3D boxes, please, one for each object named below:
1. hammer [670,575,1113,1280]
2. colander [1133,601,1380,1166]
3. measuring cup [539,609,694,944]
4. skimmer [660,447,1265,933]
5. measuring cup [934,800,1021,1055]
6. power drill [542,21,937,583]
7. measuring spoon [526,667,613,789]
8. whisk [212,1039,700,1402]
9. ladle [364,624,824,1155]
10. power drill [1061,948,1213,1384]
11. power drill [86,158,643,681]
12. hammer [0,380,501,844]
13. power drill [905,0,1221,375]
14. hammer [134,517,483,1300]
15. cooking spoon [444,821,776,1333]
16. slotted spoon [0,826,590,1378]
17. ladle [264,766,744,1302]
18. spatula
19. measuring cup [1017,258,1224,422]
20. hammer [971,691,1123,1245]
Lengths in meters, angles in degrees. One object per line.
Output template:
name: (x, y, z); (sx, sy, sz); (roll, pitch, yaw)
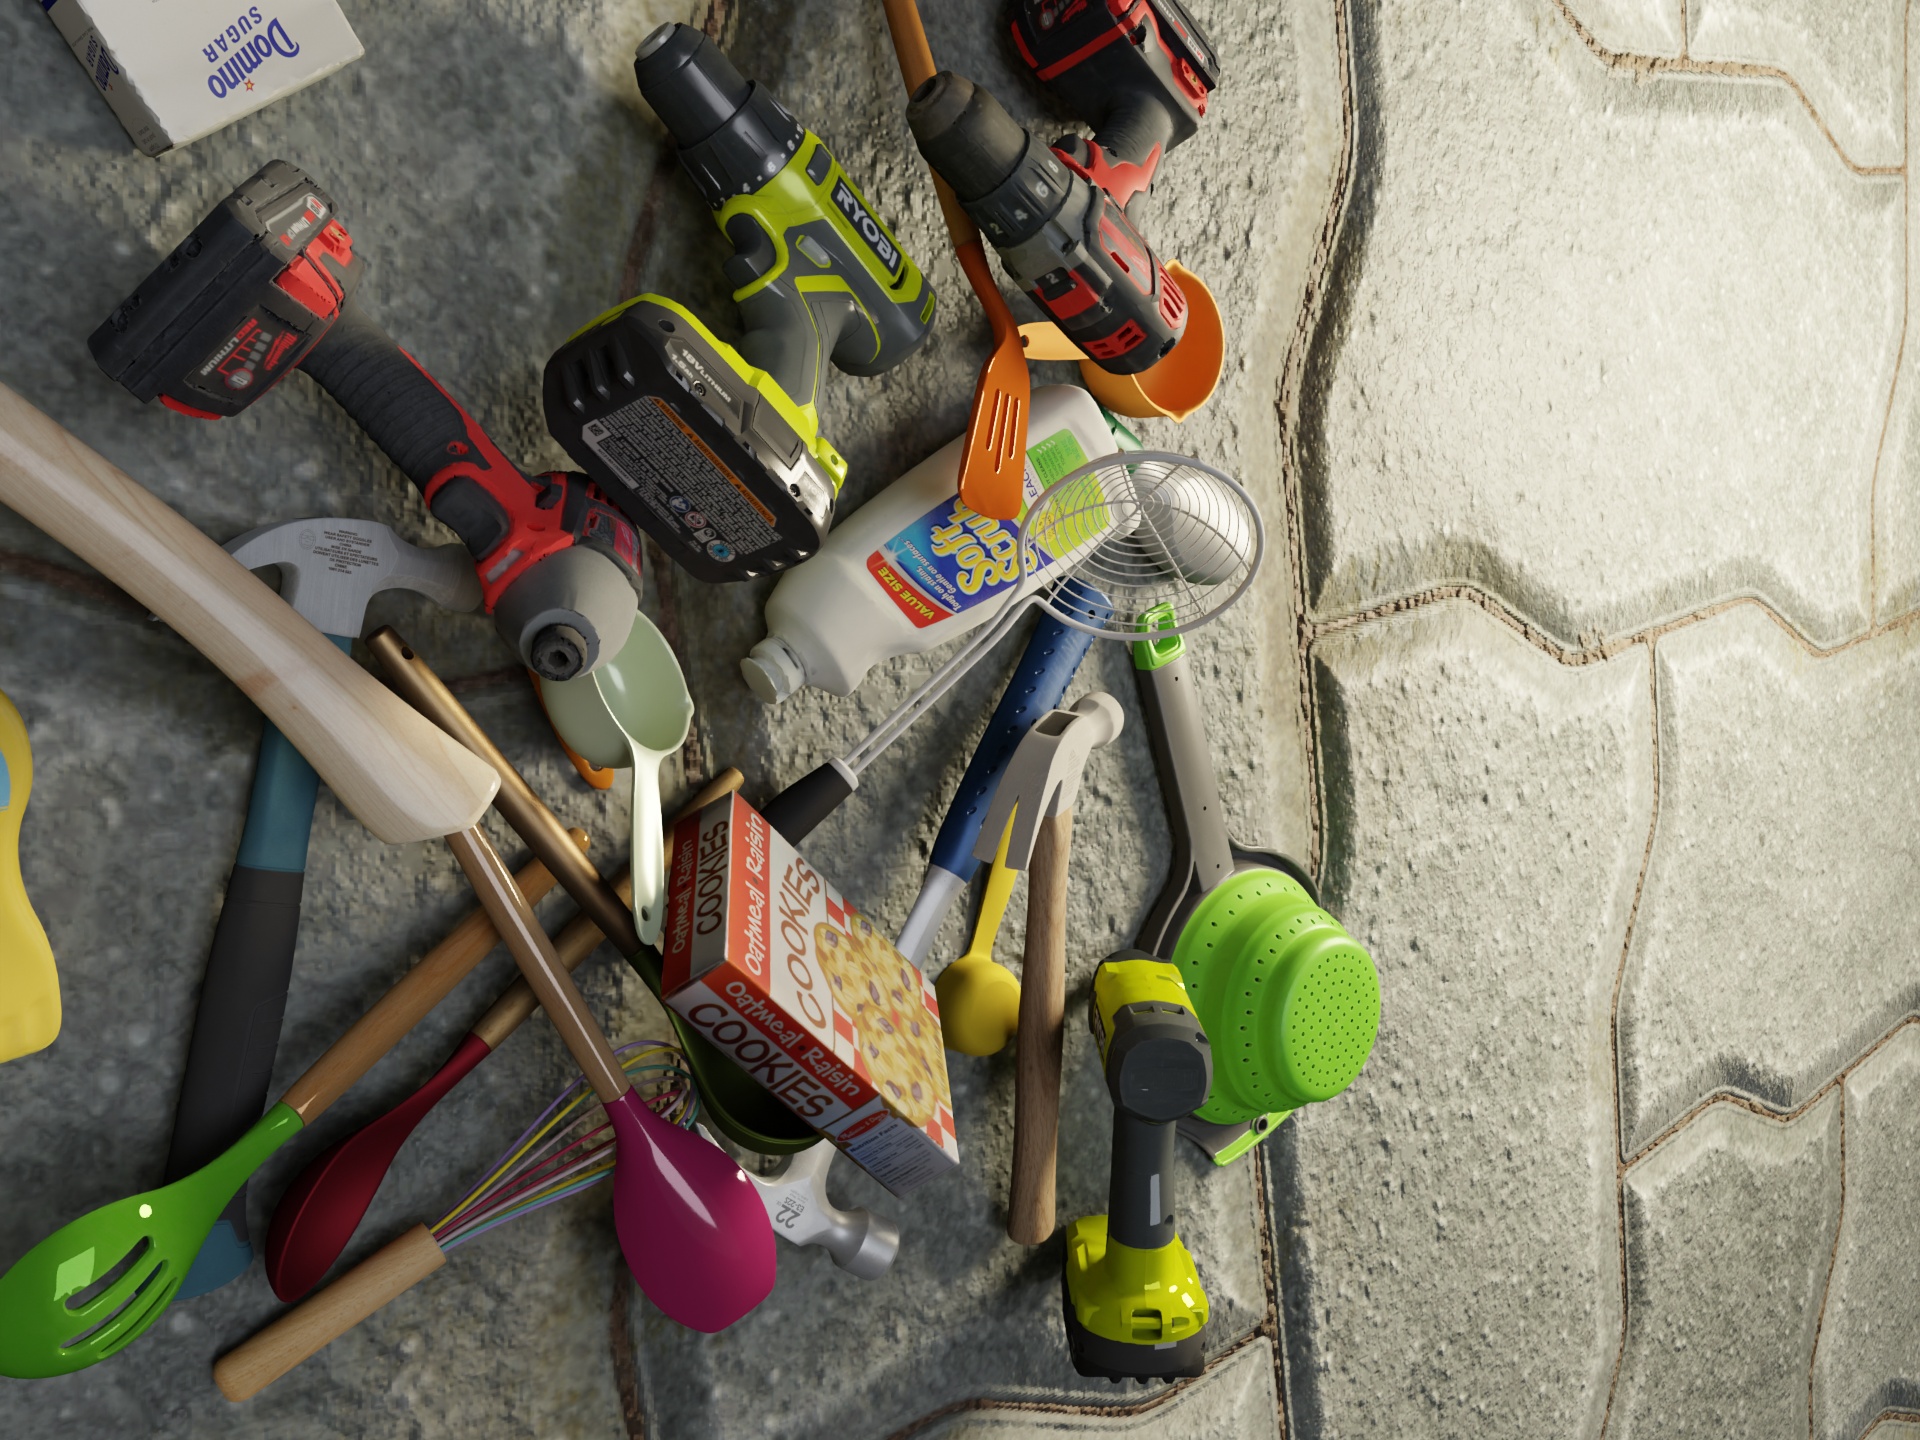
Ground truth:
hammer: (-0.016, 0.093, 0.889); (0.144, 0.035, 0.406); (35, 69, -25)
colander: (0.192, 0.114, 1.034); (0.204, 0.094, 0.397); (-28, 112, -35)
measuring cup: (-0.158, 0.026, 0.725); (0.083, 0.038, 0.168); (36, 40, -55)
skimmer: (-0.001, -0.003, 0.809); (0.363, 0.090, 0.127); (-43, 132, -11)
measuring cup: (0.025, 0.122, 0.937); (0.062, 0.029, 0.156); (18, 85, -39)
power drill: (-0.103, -0.195, 0.732); (0.190, 0.080, 0.229); (47, 41, -34)
measuring spoon: (-0.191, -0.017, 0.756); (0.021, 0.011, 0.116); (-36, 116, -32)
whisk: (-0.221, 0.230, 0.735); (0.245, 0.051, 0.047); (-32, 154, -28)
ladle: (-0.154, 0.081, 0.725); (0.320, 0.062, 0.078); (57, 30, -24)
power drill: (0.104, 0.256, 0.945); (0.080, 0.171, 0.223); (1, 101, -2)
power drill: (-0.216, -0.106, 0.633); (0.078, 0.143, 0.219); (-39, 118, 12)
hammer: (-0.331, -0.099, 0.582); (0.410, 0.038, 0.146); (44, 66, -26)
power drill: (0.057, -0.316, 0.840); (0.187, 0.080, 0.227); (37, 51, -36)
hammer: (-0.291, 0.075, 0.668); (0.128, 0.033, 0.331); (12, 87, -41)
cooking spoon: (-0.169, 0.149, 0.723); (0.069, 0.017, 0.318); (-32, 107, -21)
slotted spoon: (-0.261, 0.145, 0.667); (0.314, 0.031, 0.070); (-49, 147, -40)
ladle: (-0.206, 0.131, 0.745); (0.315, 0.031, 0.069); (-49, 164, -29)
spatula: (-0.010, -0.264, 0.823); (0.081, 0.041, 0.323); (-3, 76, -66)
measuring cup: (0.079, -0.221, 0.936); (0.173, 0.052, 0.095); (-10, 101, -37)
hammer: (0.046, 0.156, 0.913); (0.130, 0.031, 0.331); (-30, 126, -57)
